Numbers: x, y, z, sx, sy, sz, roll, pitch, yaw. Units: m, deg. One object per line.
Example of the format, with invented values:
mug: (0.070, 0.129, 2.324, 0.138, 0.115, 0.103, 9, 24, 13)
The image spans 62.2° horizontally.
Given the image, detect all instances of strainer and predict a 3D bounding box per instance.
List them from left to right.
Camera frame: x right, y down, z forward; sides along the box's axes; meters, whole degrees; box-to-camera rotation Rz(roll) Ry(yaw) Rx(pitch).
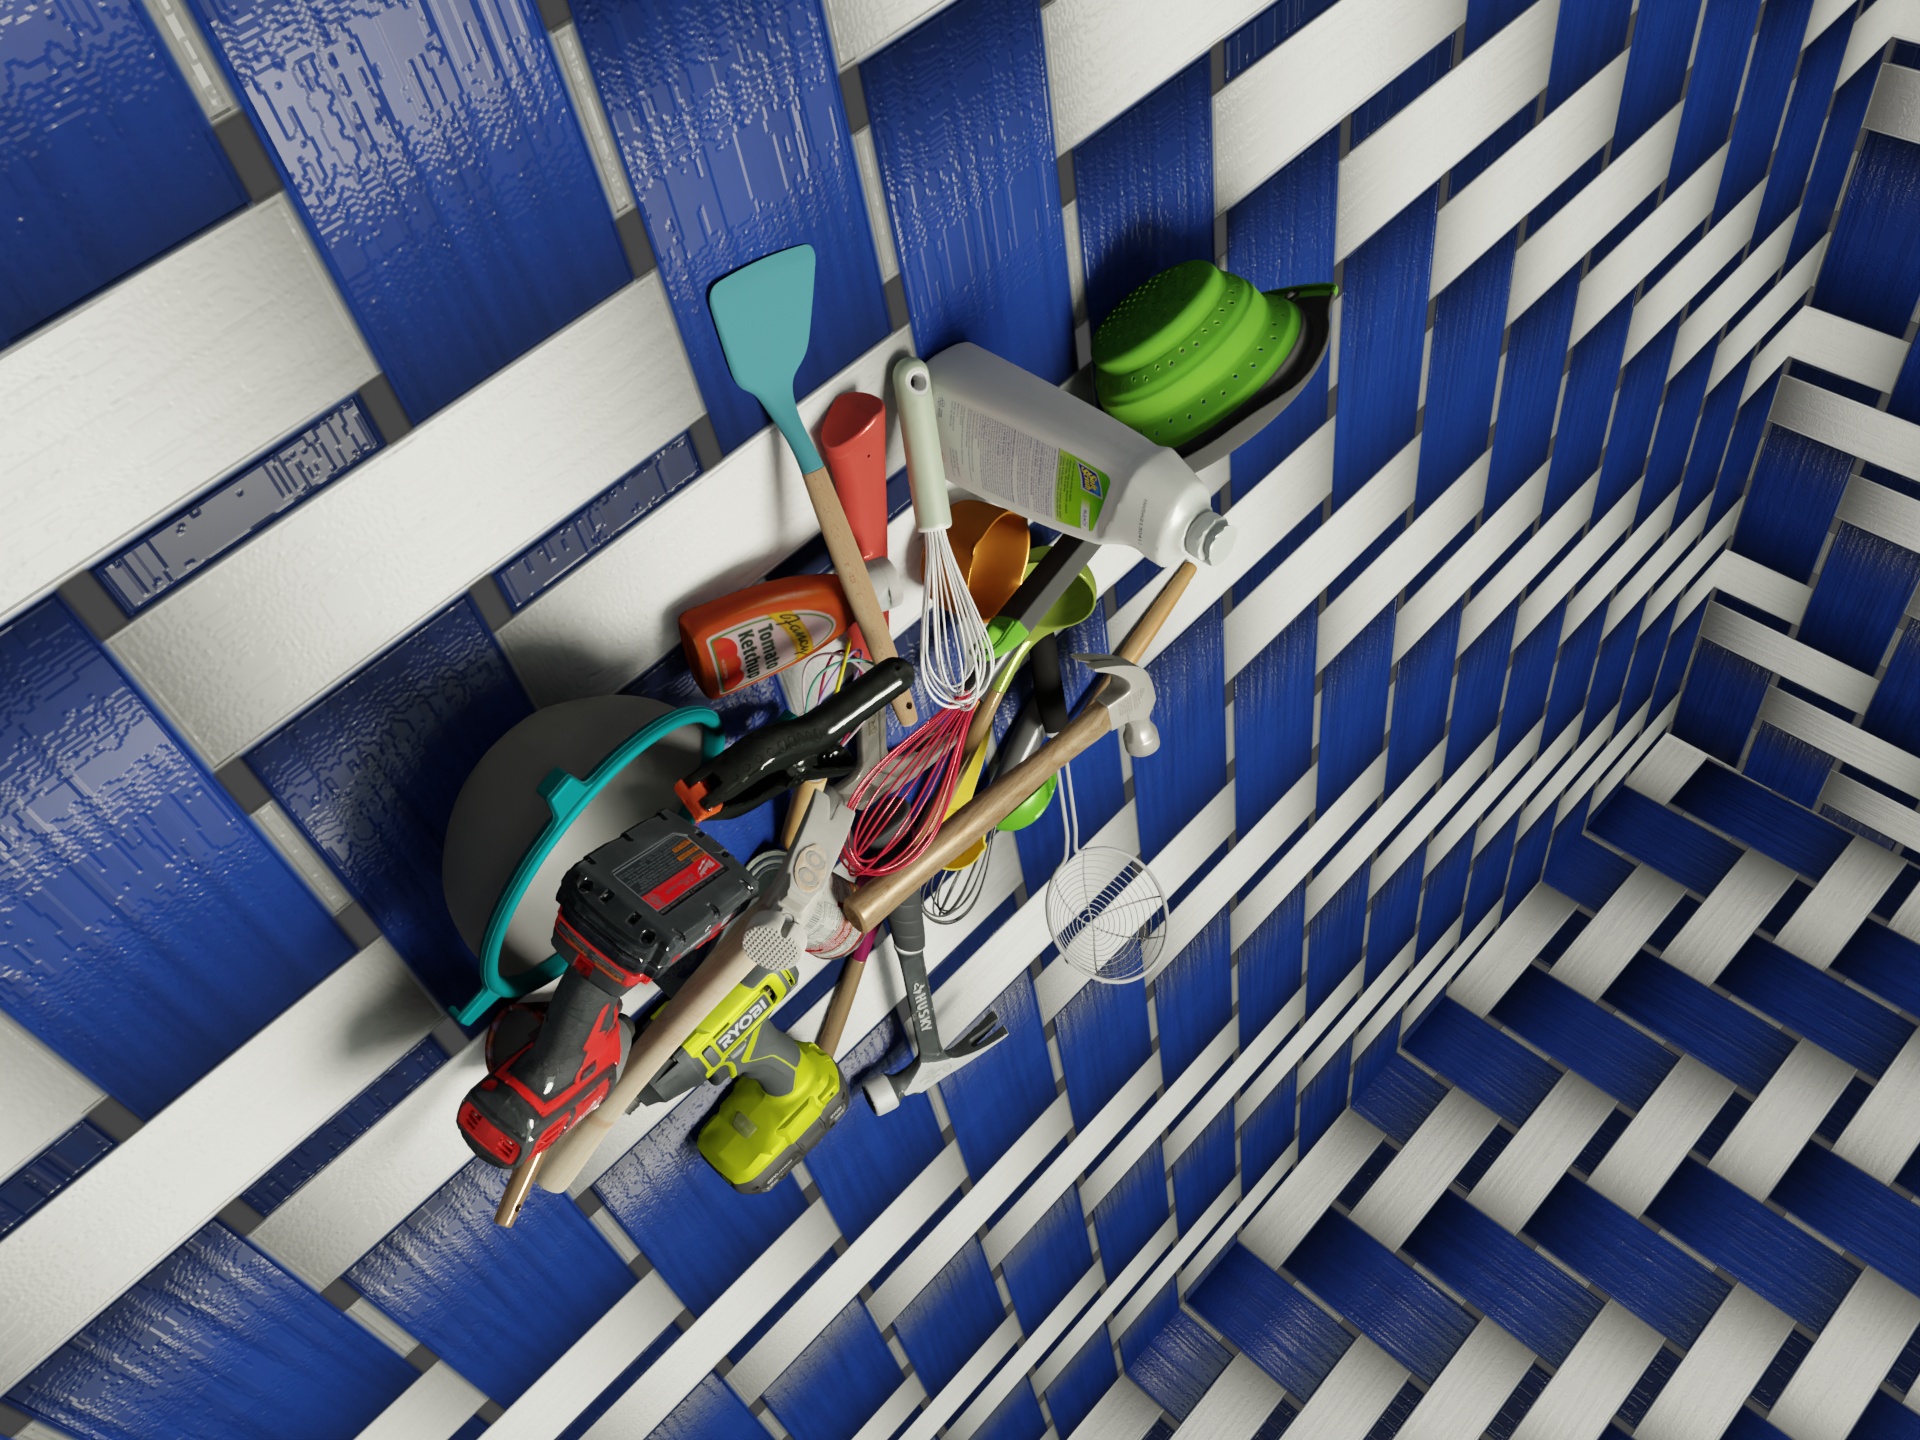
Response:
strainer: (-0.219, 0.036, 1.022, 0.211, 0.095, 0.340, -61, 169, 29)

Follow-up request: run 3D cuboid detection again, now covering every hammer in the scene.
hammer: (-0.200, 0.210, 1.111, 0.410, 0.038, 0.146, -49, -167, 35)
hammer: (-0.061, -0.080, 1.165, 0.149, 0.037, 0.358, -34, 143, -32)
hammer: (-0.038, 0.208, 1.404, 0.149, 0.036, 0.408, -25, 140, -16)
hammer: (0.037, 0.058, 1.295, 0.331, 0.031, 0.129, -38, 134, -23)

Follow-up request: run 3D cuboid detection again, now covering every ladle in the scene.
ladle: (0.019, 0.001, 1.319, 0.062, 0.078, 0.320, -97, -148, -73)

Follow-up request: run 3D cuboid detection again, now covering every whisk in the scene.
whisk: (-0.101, 0.023, 1.155, 0.051, 0.047, 0.244, -10, 148, -23)
whisk: (-0.017, -0.125, 1.094, 0.058, 0.059, 0.246, -15, 104, -26)
whisk: (-0.002, -0.004, 1.224, 0.296, 0.073, 0.073, -57, 149, -6)
whisk: (0.027, 0.075, 1.424, 0.055, 0.055, 0.239, 23, 95, -58)

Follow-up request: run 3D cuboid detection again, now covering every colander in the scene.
colander: (0.116, -0.215, 1.176, 0.397, 0.205, 0.094, -50, 117, -14)

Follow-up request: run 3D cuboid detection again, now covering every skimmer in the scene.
skimmer: (0.113, 0.068, 1.404, 0.127, 0.090, 0.363, -29, 125, -28)

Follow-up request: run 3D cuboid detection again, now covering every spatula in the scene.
spatula: (-0.245, 0.190, 1.089, 0.316, 0.018, 0.059, -69, 152, -19)
spatula: (-0.080, -0.136, 1.013, 0.082, 0.044, 0.317, -35, 115, -33)

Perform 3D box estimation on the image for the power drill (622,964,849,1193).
power drill: (-0.186, 0.290, 1.303, 0.171, 0.080, 0.223, -44, 143, -20)

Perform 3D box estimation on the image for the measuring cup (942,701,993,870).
measuring cup: (0.006, 0.052, 1.377, 0.029, 0.062, 0.156, -48, 152, -81)

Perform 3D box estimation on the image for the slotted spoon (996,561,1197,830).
slotted spoon: (0.131, -0.020, 1.483, 0.314, 0.031, 0.070, -55, 180, -8)

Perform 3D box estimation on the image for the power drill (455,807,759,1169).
power drill: (-0.217, 0.167, 0.977, 0.219, 0.078, 0.143, -57, 170, 27)

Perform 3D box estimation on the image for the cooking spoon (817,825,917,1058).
cooking spoon: (-0.098, 0.233, 1.420, 0.068, 0.017, 0.318, -7, 123, -51)

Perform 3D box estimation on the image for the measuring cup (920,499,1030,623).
measuring cup: (0.024, -0.161, 1.198, 0.095, 0.052, 0.173, 31, 79, -63)
